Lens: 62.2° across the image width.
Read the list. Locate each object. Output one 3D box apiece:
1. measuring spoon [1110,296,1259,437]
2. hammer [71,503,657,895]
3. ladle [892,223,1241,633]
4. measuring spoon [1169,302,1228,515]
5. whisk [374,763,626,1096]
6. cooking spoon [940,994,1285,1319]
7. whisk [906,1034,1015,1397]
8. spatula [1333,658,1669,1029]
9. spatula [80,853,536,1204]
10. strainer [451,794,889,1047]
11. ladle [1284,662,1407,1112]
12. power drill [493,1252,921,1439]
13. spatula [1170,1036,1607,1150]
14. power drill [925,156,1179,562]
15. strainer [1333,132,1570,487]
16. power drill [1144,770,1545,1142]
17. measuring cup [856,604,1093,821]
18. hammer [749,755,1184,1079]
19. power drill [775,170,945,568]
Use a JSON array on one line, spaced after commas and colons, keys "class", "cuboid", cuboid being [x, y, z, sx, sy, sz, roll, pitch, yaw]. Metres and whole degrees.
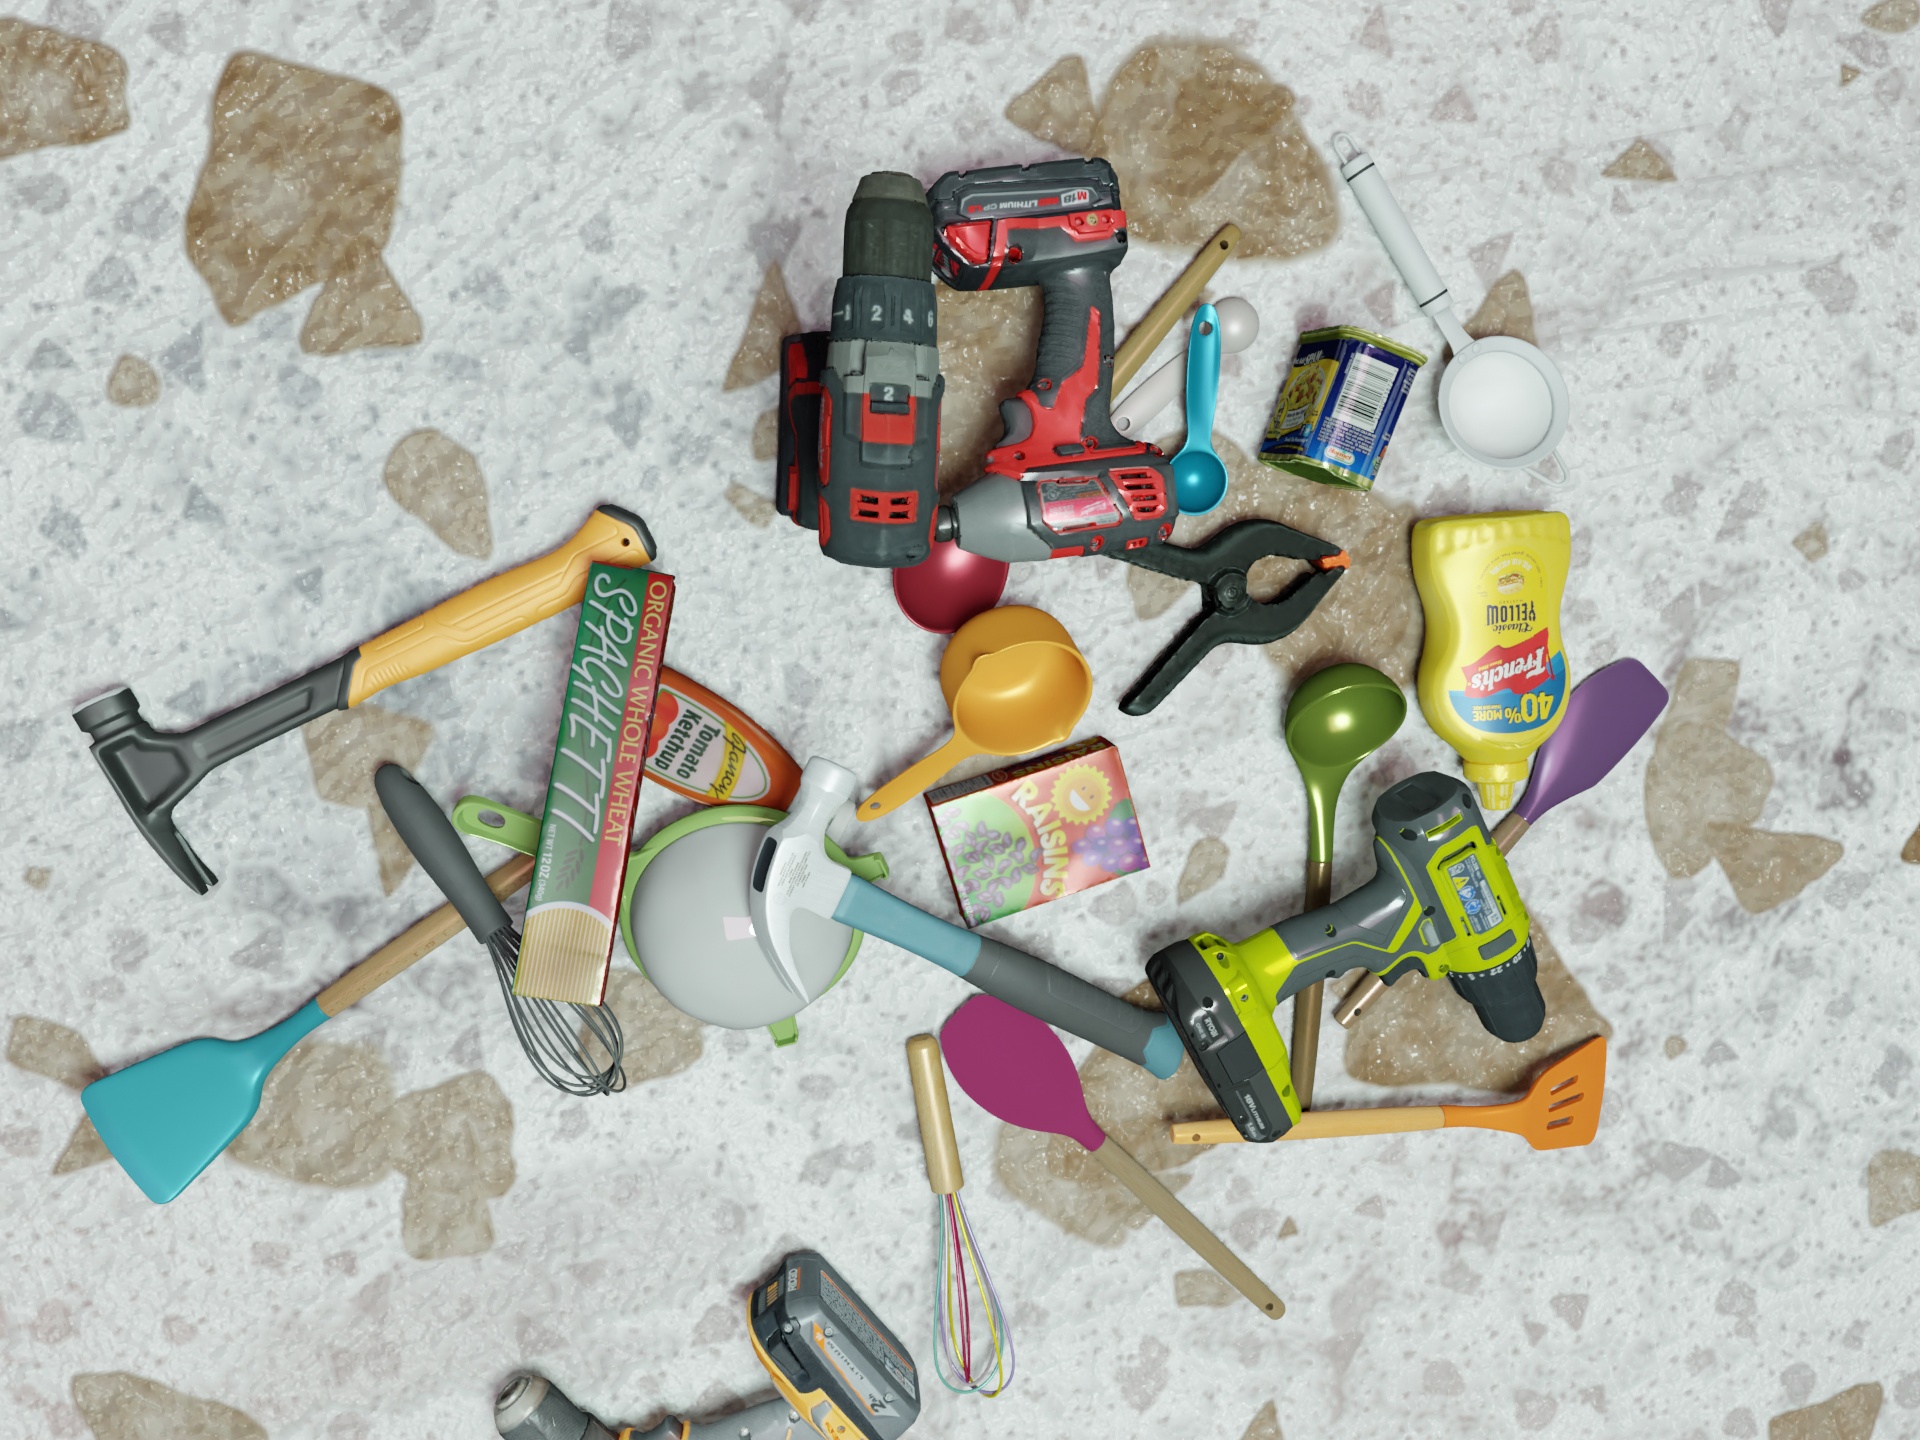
[{"class": "measuring spoon", "cuboid": [0.137, -0.215, 0.984, 0.124, 0.018, 0.034, -42, 103, -1]}, {"class": "hammer", "cuboid": [-0.329, -0.028, 0.927, 0.337, 0.034, 0.127, -28, 101, -5]}, {"class": "ladle", "cuboid": [0.069, -0.182, 0.975, 0.069, 0.031, 0.315, 40, 89, -13]}, {"class": "measuring spoon", "cuboid": [0.146, -0.192, 0.985, 0.042, 0.021, 0.128, 1, 101, -9]}, {"class": "whisk", "cuboid": [-0.270, 0.122, 0.928, 0.055, 0.055, 0.239, -37, 84, -3]}, {"class": "cooking spoon", "cuboid": [0.108, 0.296, 1.055, 0.069, 0.017, 0.318, -45, 102, 0]}, {"class": "whisk", "cuboid": [-0.008, 0.324, 1.031, 0.051, 0.047, 0.245, -10, 95, -6]}, {"class": "spatula", "cuboid": [0.357, 0.084, 1.065, 0.059, 0.018, 0.316, 42, 89, -12]}, {"class": "spatula", "cuboid": [-0.359, 0.158, 0.945, 0.317, 0.044, 0.082, -36, 89, -4]}, {"class": "strainer", "cuboid": [-0.178, 0.110, 0.933, 0.256, 0.069, 0.151, 23, 111, -15]}, {"class": "ladle", "cuboid": [0.238, 0.120, 1.033, 0.078, 0.062, 0.320, 0, 101, -15]}, {"class": "power drill", "cuboid": [-0.162, 0.437, 1.003, 0.226, 0.084, 0.185, -39, 101, 2]}, {"class": "spatula", "cuboid": [0.295, 0.264, 1.067, 0.322, 0.041, 0.081, -1, 103, -9]}, {"class": "power drill", "cuboid": [0.041, -0.201, 0.923, 0.143, 0.078, 0.219, -9, 91, -8]}, {"class": "strainer", "cuboid": [0.303, -0.254, 0.996, 0.087, 0.050, 0.258, -33, 96, -9]}, {"class": "power drill", "cuboid": [0.250, 0.163, 0.994, 0.228, 0.080, 0.190, -29, 110, -2]}, {"class": "measuring cup", "cuboid": [-0.002, -0.003, 0.975, 0.173, 0.052, 0.095, -37, 132, 15]}, {"class": "hammer", "cuboid": [0.016, 0.146, 0.962, 0.330, 0.033, 0.128, 30, 84, -30]}, {"class": "power drill", "cuboid": [-0.051, -0.180, 0.851, 0.080, 0.227, 0.188, 1, 98, -10]}]
